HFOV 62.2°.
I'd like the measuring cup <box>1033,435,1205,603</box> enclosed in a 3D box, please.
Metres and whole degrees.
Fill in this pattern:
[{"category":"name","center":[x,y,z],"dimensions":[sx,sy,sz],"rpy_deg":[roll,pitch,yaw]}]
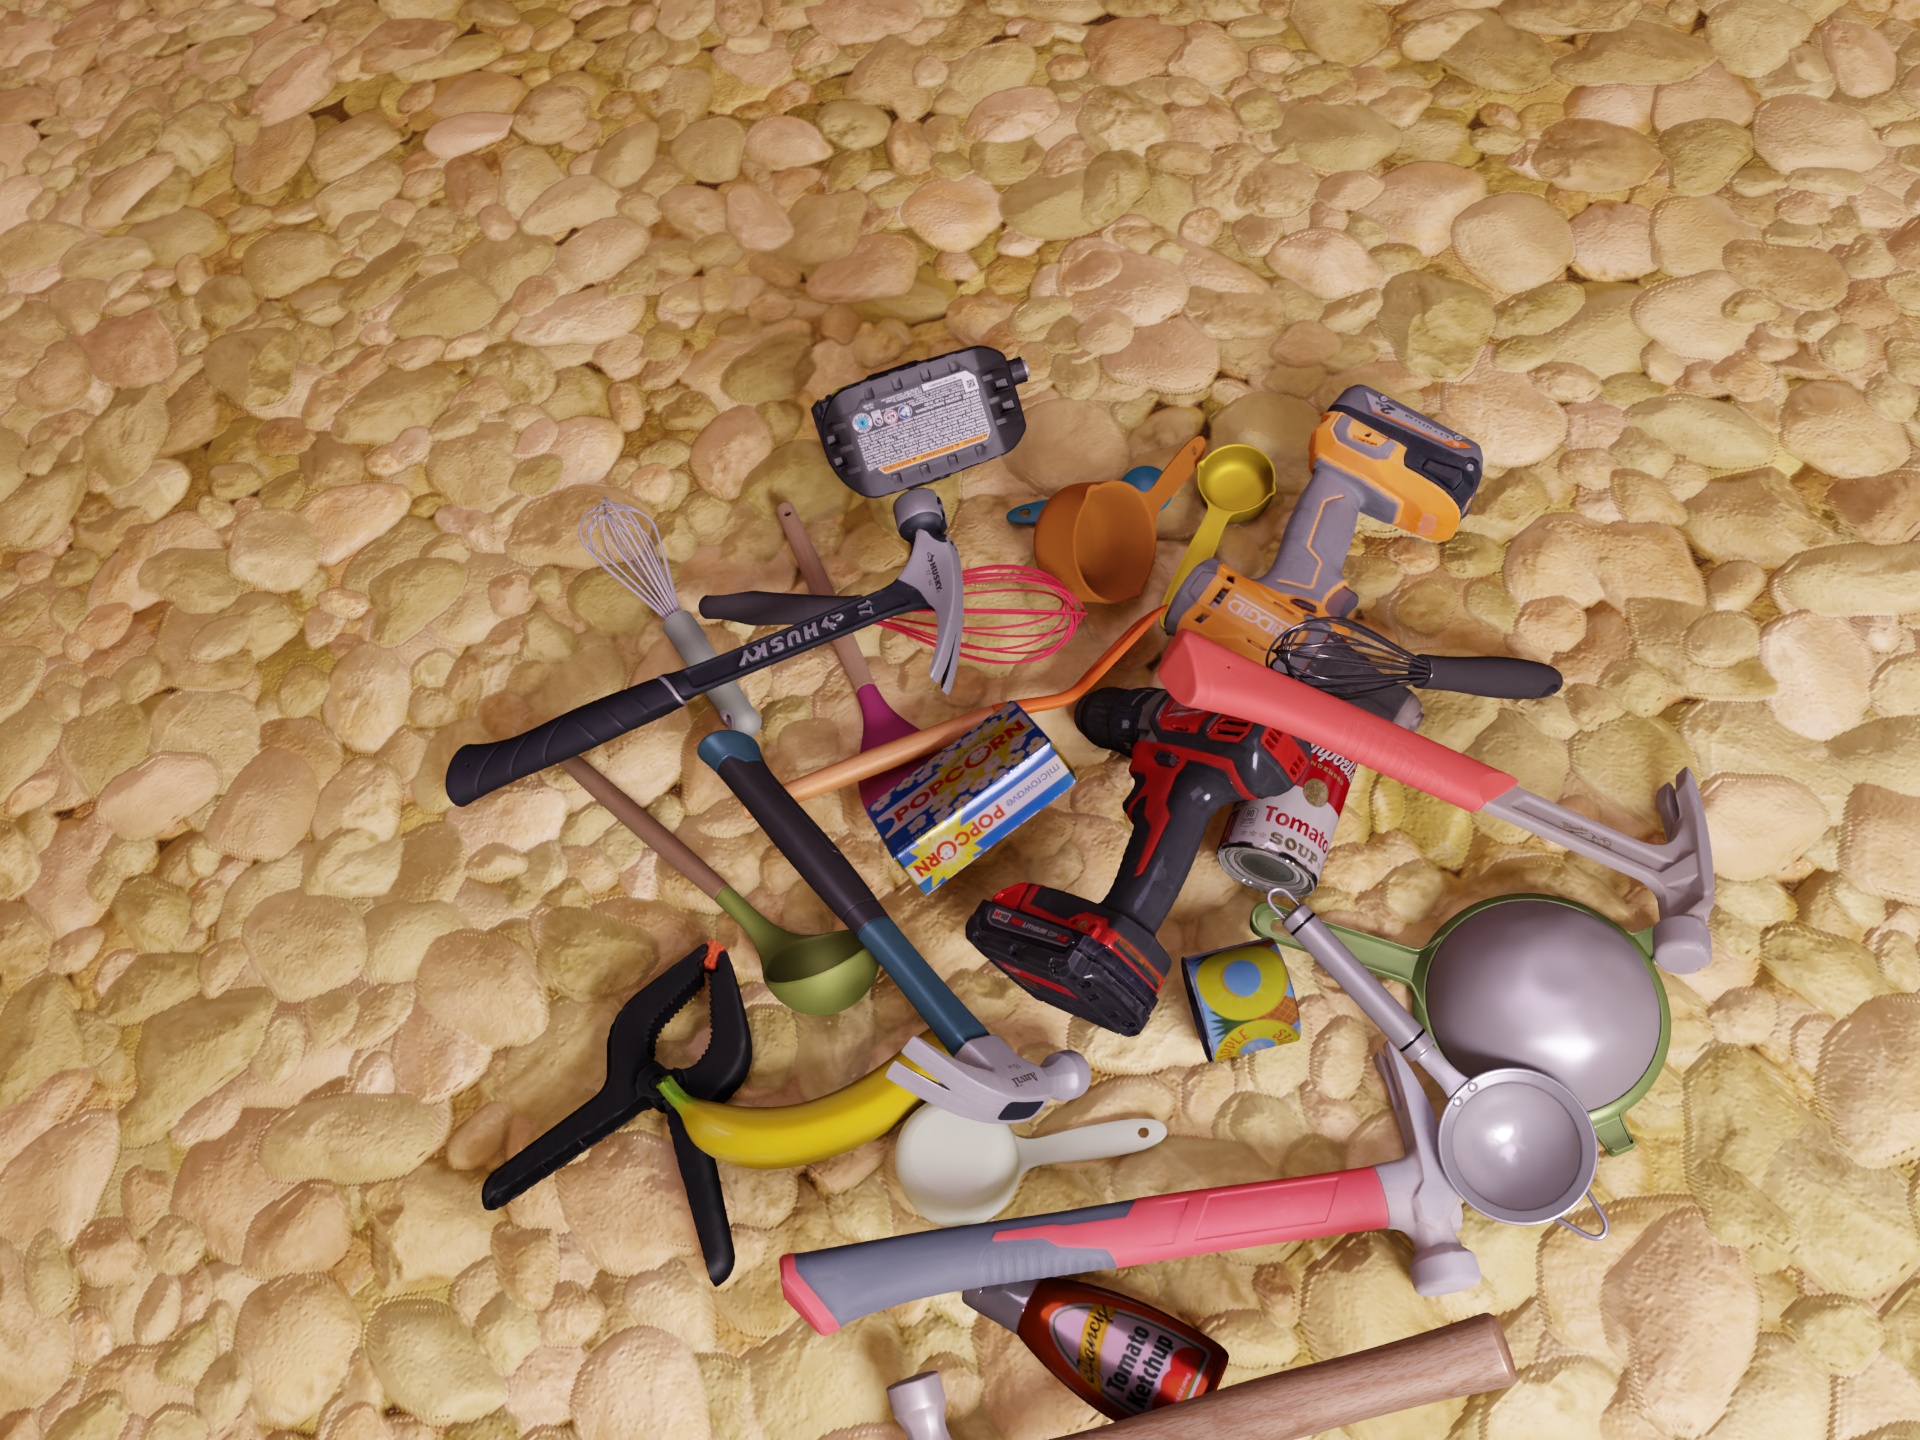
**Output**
[{"category":"measuring cup","center":[0.118,-0.156,1.165],"dimensions":[0.052,0.095,0.174],"rpy_deg":[5,44,46]}]

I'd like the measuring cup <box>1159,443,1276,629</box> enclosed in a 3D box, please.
[{"category":"measuring cup","center":[0.184,-0.131,1.173],"dimensions":[0.062,0.029,0.156],"rpy_deg":[23,79,17]}]

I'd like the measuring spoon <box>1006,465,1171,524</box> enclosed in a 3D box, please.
[{"category":"measuring spoon","center":[0.097,-0.170,1.205],"dimensions":[0.128,0.021,0.042],"rpy_deg":[-11,59,2]}]

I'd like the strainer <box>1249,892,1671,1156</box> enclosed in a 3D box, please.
[{"category":"strainer","center":[0.301,0.148,0.961],"dimensions":[0.256,0.069,0.151],"rpy_deg":[16,65,16]}]

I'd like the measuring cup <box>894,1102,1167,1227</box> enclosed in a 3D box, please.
[{"category":"measuring cup","center":[0.041,0.257,0.962],"dimensions":[0.167,0.038,0.083],"rpy_deg":[-11,59,6]}]

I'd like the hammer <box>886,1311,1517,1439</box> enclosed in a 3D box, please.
[{"category":"hammer","center":[0.125,0.375,0.835],"dimensions":[0.331,0.031,0.130],"rpy_deg":[-21,73,15]}]

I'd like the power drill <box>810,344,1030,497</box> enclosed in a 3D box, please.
[{"category":"power drill","center":[-0.024,-0.229,1.166],"dimensions":[0.171,0.080,0.223],"rpy_deg":[-18,15,2]}]

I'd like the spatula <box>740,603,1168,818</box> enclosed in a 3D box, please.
[{"category":"spatula","center":[-0.002,-0.004,1.101],"dimensions":[0.322,0.081,0.041],"rpy_deg":[-21,90,-5]}]

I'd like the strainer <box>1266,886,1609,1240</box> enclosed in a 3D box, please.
[{"category":"strainer","center":[0.271,0.193,0.920],"dimensions":[0.087,0.050,0.258],"rpy_deg":[-42,77,-1]}]

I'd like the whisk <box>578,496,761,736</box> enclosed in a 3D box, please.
[{"category":"whisk","center":[-0.216,-0.080,1.197],"dimensions":[0.059,0.057,0.247],"rpy_deg":[-23,62,-27]}]

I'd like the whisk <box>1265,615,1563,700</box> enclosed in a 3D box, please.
[{"category":"whisk","center":[0.298,-0.035,1.024],"dimensions":[0.238,0.055,0.055],"rpy_deg":[4,55,-26]}]

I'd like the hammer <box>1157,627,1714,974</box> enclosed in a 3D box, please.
[{"category":"hammer","center":[0.288,0.024,0.953],"dimensions":[0.359,0.036,0.149],"rpy_deg":[23,47,-6]}]

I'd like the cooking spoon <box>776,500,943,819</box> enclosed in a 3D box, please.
[{"category":"cooking spoon","center":[-0.079,-0.042,1.166],"dimensions":[0.069,0.017,0.319],"rpy_deg":[-23,60,-4]}]

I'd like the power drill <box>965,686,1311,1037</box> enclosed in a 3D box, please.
[{"category":"power drill","center":[0.100,0.070,1.015],"dimensions":[0.188,0.080,0.227],"rpy_deg":[12,63,53]}]

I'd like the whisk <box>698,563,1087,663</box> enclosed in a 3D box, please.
[{"category":"whisk","center":[-0.054,-0.078,1.138],"dimensions":[0.296,0.073,0.073],"rpy_deg":[3,61,18]}]

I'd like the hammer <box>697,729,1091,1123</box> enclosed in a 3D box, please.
[{"category":"hammer","center":[-0.061,0.121,0.999],"dimensions":[0.331,0.128,0.033],"rpy_deg":[46,117,28]}]

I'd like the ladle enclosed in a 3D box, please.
[{"category":"ladle","center":[-0.178,0.095,1.085],"dimensions":[0.320,0.062,0.078],"rpy_deg":[35,44,29]}]

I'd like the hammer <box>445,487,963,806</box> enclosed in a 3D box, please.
[{"category":"hammer","center":[-0.184,-0.023,1.113],"dimensions":[0.409,0.036,0.149],"rpy_deg":[-22,60,13]}]

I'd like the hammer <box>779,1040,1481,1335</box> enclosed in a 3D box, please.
[{"category":"hammer","center":[0.090,0.275,0.901],"dimensions":[0.386,0.038,0.143],"rpy_deg":[-6,58,-7]}]

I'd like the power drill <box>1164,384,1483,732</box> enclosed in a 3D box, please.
[{"category":"power drill","center":[0.277,-0.103,1.105],"dimensions":[0.185,0.084,0.226],"rpy_deg":[33,75,18]}]
